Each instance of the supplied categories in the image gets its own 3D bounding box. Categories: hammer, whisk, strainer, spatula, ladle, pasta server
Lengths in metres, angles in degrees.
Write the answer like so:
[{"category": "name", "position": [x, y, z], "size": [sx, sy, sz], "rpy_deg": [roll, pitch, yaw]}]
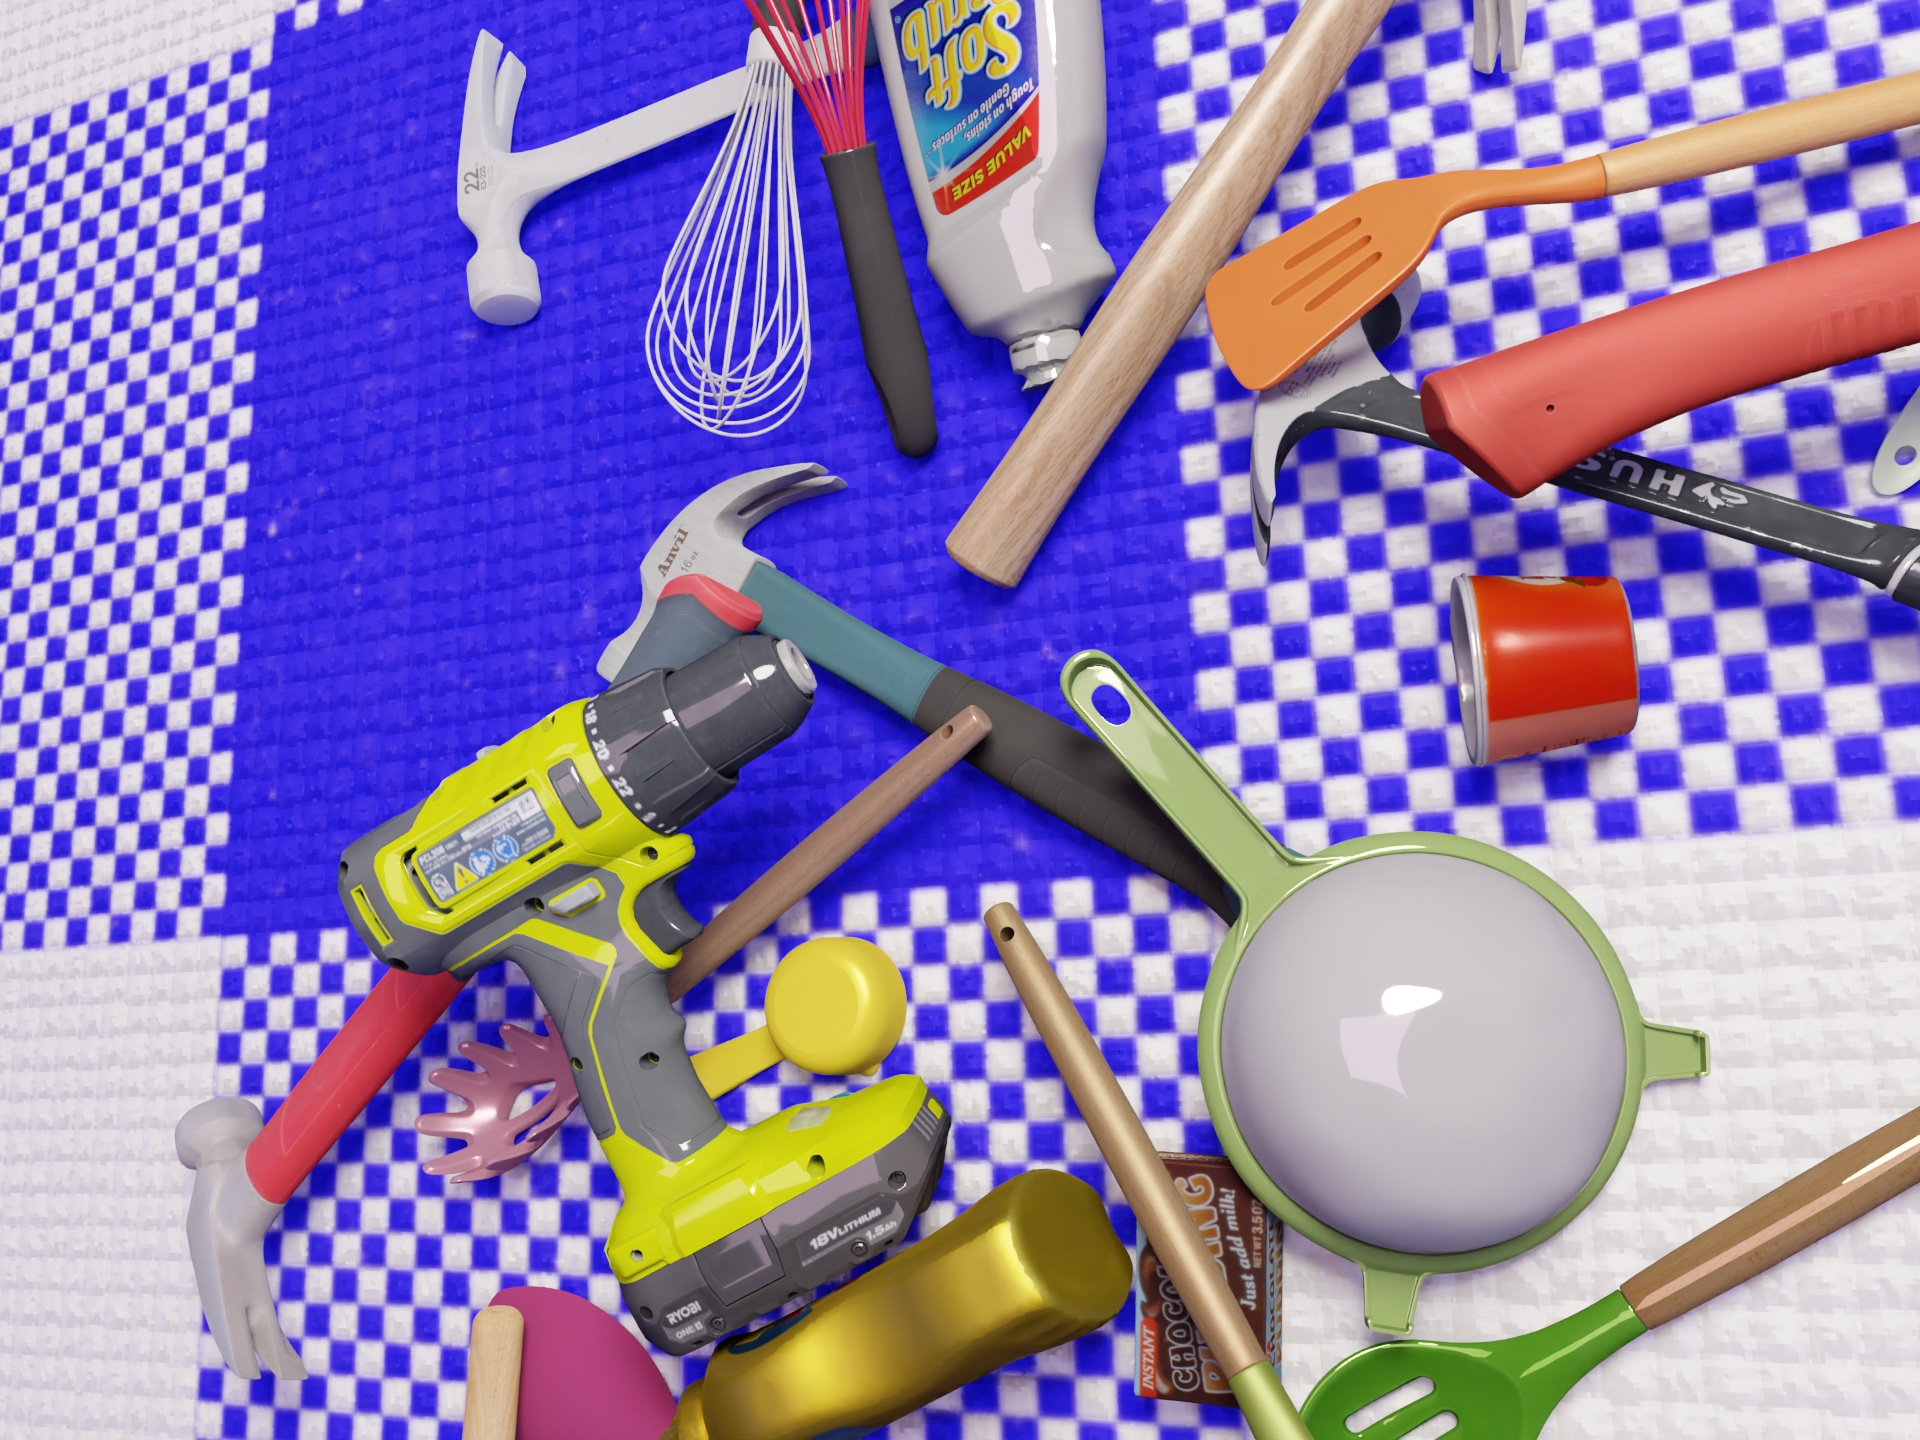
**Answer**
[{"category": "hammer", "position": [-0.207, 0.101, 0.675], "size": [0.386, 0.038, 0.143], "rpy_deg": [-49, 48, 11]}, {"category": "whisk", "position": [-0.049, -0.246, 0.628], "size": [0.073, 0.073, 0.295], "rpy_deg": [-4, 115, 21]}, {"category": "hammer", "position": [0.286, -0.053, 0.508], "size": [0.409, 0.036, 0.149], "rpy_deg": [22, 57, 22]}, {"category": "strainer", "position": [0.121, 0.071, 0.532], "size": [0.151, 0.069, 0.256], "rpy_deg": [-41, 81, 1]}, {"category": "whisk", "position": [-0.083, -0.254, 0.680], "size": [0.070, 0.070, 0.285], "rpy_deg": [1, 76, 22]}, {"category": "hammer", "position": [-0.001, -0.002, 0.648], "size": [0.331, 0.033, 0.128], "rpy_deg": [30, 93, 24]}, {"category": "spatula", "position": [0.246, -0.187, 0.555], "size": [0.322, 0.041, 0.081], "rpy_deg": [-13, 44, 4]}, {"category": "hammer", "position": [-0.062, -0.311, 0.727], "size": [0.405, 0.035, 0.144], "rpy_deg": [-14, 75, 19]}, {"category": "whisk", "position": [-0.203, 0.368, 0.651], "size": [0.047, 0.051, 0.245], "rpy_deg": [-1, 82, 29]}, {"category": "hammer", "position": [0.319, -0.151, 0.481], "size": [0.359, 0.037, 0.149], "rpy_deg": [-15, 96, 7]}, {"category": "ladle", "position": [0.087, 0.196, 0.540], "size": [0.078, 0.062, 0.320], "rpy_deg": [-34, 58, 7]}, {"category": "pasta server", "position": [-0.110, 0.094, 0.655], "size": [0.316, 0.040, 0.060], "rpy_deg": [-40, 52, 18]}, {"category": "hammer", "position": [0.098, -0.194, 0.615], "size": [0.331, 0.130, 0.031], "rpy_deg": [-57, 22, 14]}]

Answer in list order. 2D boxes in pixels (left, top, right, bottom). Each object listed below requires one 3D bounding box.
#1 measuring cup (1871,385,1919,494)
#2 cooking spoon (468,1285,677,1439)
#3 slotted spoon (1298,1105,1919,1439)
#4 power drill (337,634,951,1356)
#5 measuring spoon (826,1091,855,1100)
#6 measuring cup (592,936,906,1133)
[{"category": "measuring cup", "position": [0.354, -0.152, 0.531], "size": [0.083, 0.038, 0.167], "rpy_deg": [28, 111, 0]}, {"category": "cooking spoon", "position": [-0.076, 0.315, 0.628], "size": [0.319, 0.017, 0.069], "rpy_deg": [20, 89, 25]}, {"category": "slotted spoon", "position": [0.244, 0.181, 0.519], "size": [0.314, 0.031, 0.070], "rpy_deg": [-36, 69, 10]}, {"category": "power drill", "position": [-0.100, 0.096, 0.596], "size": [0.190, 0.080, 0.228], "rpy_deg": [-30, 90, 8]}, {"category": "measuring spoon", "position": [-0.085, 0.201, 0.657], "size": [0.128, 0.021, 0.042], "rpy_deg": [-45, 75, -1]}, {"category": "measuring cup", "position": [-0.095, 0.139, 0.660], "size": [0.156, 0.029, 0.062], "rpy_deg": [-29, 71, 12]}]
